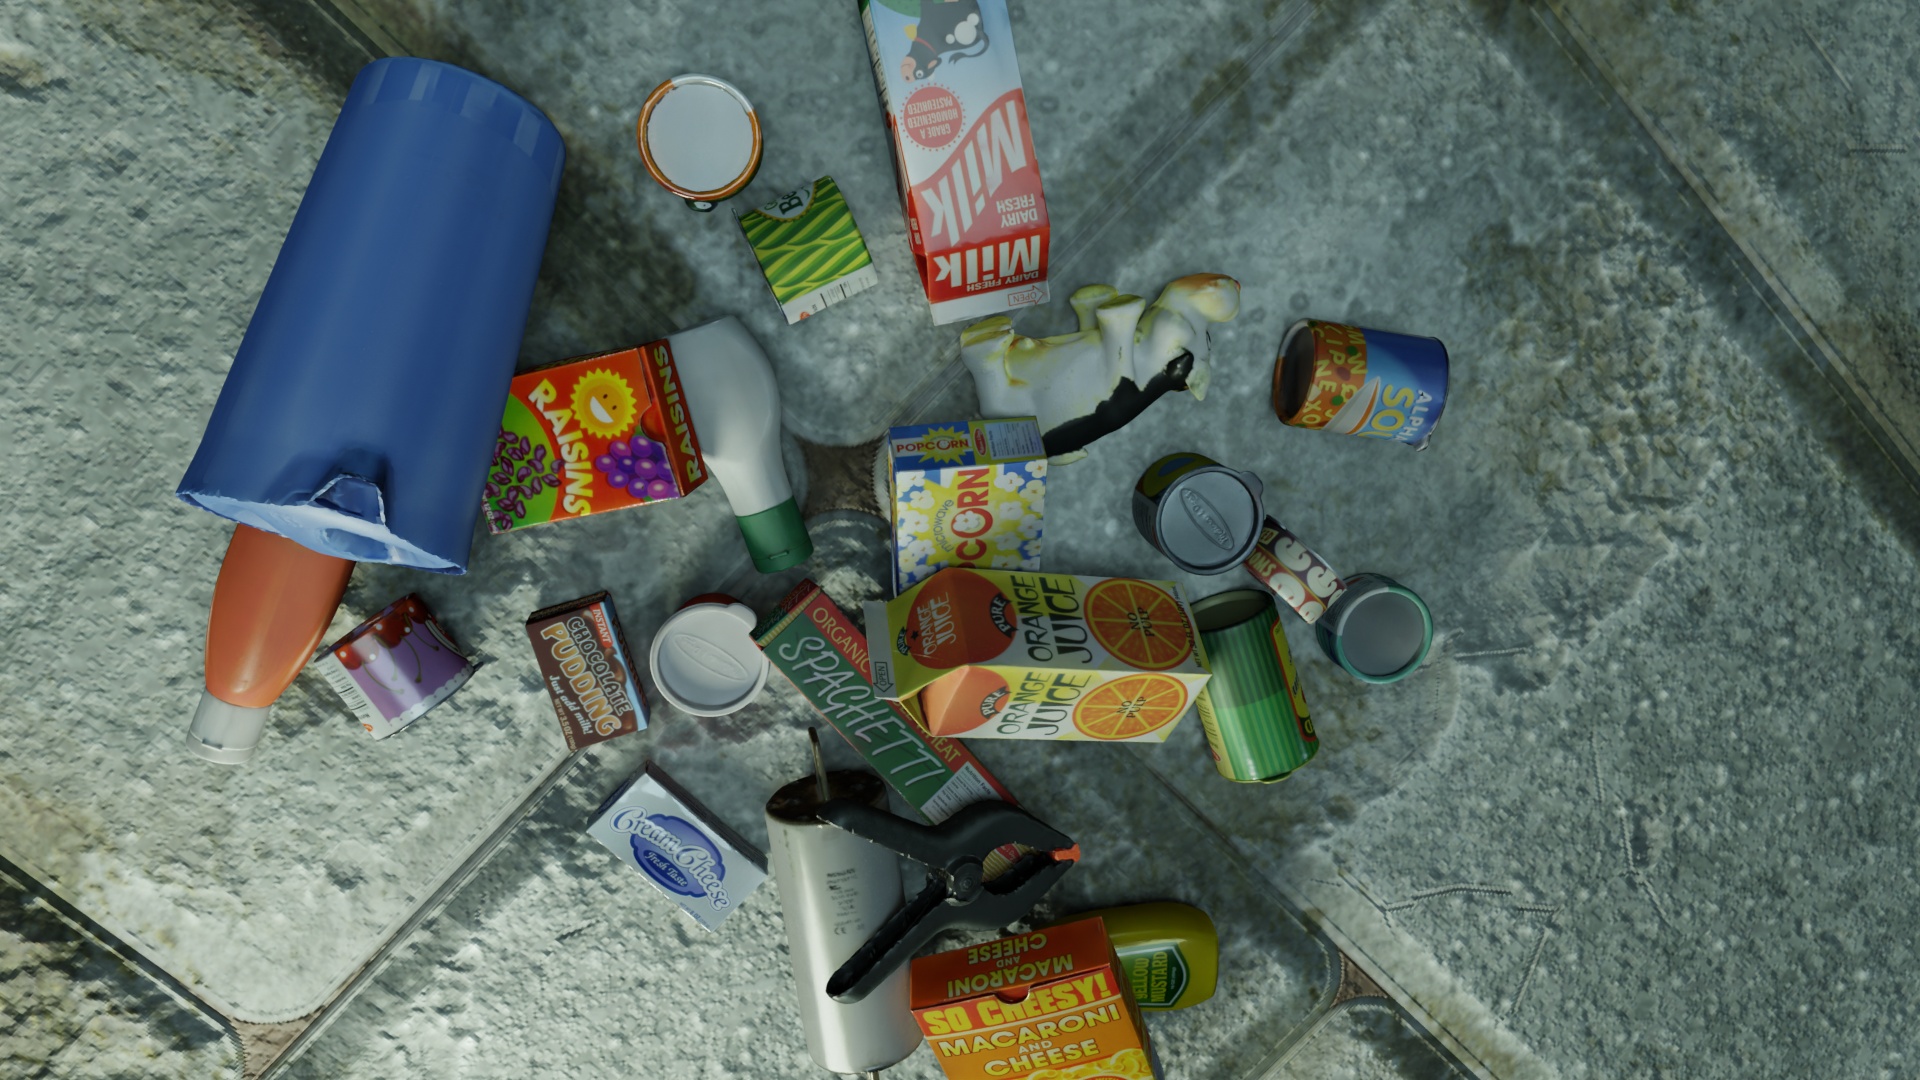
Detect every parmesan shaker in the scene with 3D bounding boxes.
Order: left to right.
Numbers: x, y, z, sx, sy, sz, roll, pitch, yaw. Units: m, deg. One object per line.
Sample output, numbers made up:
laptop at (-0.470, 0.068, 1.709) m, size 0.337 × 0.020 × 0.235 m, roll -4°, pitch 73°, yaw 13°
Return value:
parmesan shaker at (0.177, 0.090, 0.860) m, size 0.071 × 0.071 × 0.103 m, roll -20°, pitch 104°, yaw -3°

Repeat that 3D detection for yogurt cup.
yogurt cup at (-0.146, 0.063, 0.818) m, size 0.072 × 0.054 × 0.072 m, roll -2°, pitch 102°, yaw -8°

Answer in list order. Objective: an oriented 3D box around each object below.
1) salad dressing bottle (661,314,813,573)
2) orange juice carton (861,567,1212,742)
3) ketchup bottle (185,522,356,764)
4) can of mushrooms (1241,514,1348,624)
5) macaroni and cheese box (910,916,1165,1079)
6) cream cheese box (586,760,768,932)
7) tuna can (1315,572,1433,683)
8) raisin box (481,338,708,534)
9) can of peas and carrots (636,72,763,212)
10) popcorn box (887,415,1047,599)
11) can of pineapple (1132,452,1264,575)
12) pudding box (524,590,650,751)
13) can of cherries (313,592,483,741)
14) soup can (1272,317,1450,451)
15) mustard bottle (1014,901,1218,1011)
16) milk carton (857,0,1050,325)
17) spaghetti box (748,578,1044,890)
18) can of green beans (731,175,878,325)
salad dressing bottle at (-0.126, -0.054, 0.802) m, size 0.064 × 0.044 × 0.147 m, roll -18°, pitch 105°, yaw 0°
orange juice carton at (0.039, 0.067, 0.807) m, size 0.193 × 0.072 × 0.072 m, roll 4°, pitch 138°, yaw -19°
ketchup bottle at (-0.395, 0.054, 0.786) m, size 0.065 × 0.043 × 0.148 m, roll 23°, pitch 98°, yaw -11°
can of mushrooms at (0.200, 0.017, 0.851) m, size 0.071 × 0.071 × 0.033 m, roll 42°, pitch 95°, yaw -14°
macaroni and cheese box at (0.052, 0.313, 0.866) m, size 0.124 × 0.040 × 0.165 m, roll -16°, pitch 125°, yaw 8°
cream cheese box at (-0.173, 0.188, 0.856) m, size 0.103 × 0.024 × 0.053 m, roll 44°, pitch 92°, yaw -14°
tuna can at (0.266, 0.058, 0.886) m, size 0.071 × 0.033 × 0.071 m, roll -2°, pitch 102°, yaw -7°
raisin box at (-0.212, -0.058, 0.771) m, size 0.123 × 0.040 × 0.086 m, roll -10°, pitch 104°, yaw 15°
can of peas and carrots at (-0.141, -0.216, 0.758) m, size 0.071 × 0.059 × 0.070 m, roll -2°, pitch 102°, yaw -7°
popcorn box at (0.003, -0.010, 0.802) m, size 0.085 × 0.038 × 0.126 m, roll -5°, pitch 136°, yaw -6°
can of pineapple at (0.144, -0.018, 0.840) m, size 0.071 × 0.058 × 0.070 m, roll -2°, pitch 102°, yaw -8°
pudding box at (-0.219, 0.077, 0.823) m, size 0.050 × 0.030 × 0.083 m, roll -16°, pitch 104°, yaw -5°
can of cherries at (-0.319, 0.070, 0.791) m, size 0.071 × 0.071 × 0.058 m, roll -34°, pitch 104°, yaw 0°
soup can at (0.239, -0.093, 0.832) m, size 0.084 × 0.071 × 0.071 m, roll 7°, pitch 101°, yaw -9°
mustard bottle at (0.085, 0.273, 0.897) m, size 0.160 × 0.049 × 0.065 m, roll -3°, pitch 105°, yaw -7°
milk carton at (-0.001, -0.219, 0.769) m, size 0.072 × 0.073 × 0.190 m, roll -13°, pitch 104°, yaw -5°
spaghetti box at (-0.030, 0.123, 0.830) m, size 0.050 × 0.029 × 0.249 m, roll -44°, pitch 117°, yaw -9°
can of green beans at (-0.085, -0.162, 0.773) m, size 0.058 × 0.071 × 0.071 m, roll -26°, pitch 104°, yaw -2°
